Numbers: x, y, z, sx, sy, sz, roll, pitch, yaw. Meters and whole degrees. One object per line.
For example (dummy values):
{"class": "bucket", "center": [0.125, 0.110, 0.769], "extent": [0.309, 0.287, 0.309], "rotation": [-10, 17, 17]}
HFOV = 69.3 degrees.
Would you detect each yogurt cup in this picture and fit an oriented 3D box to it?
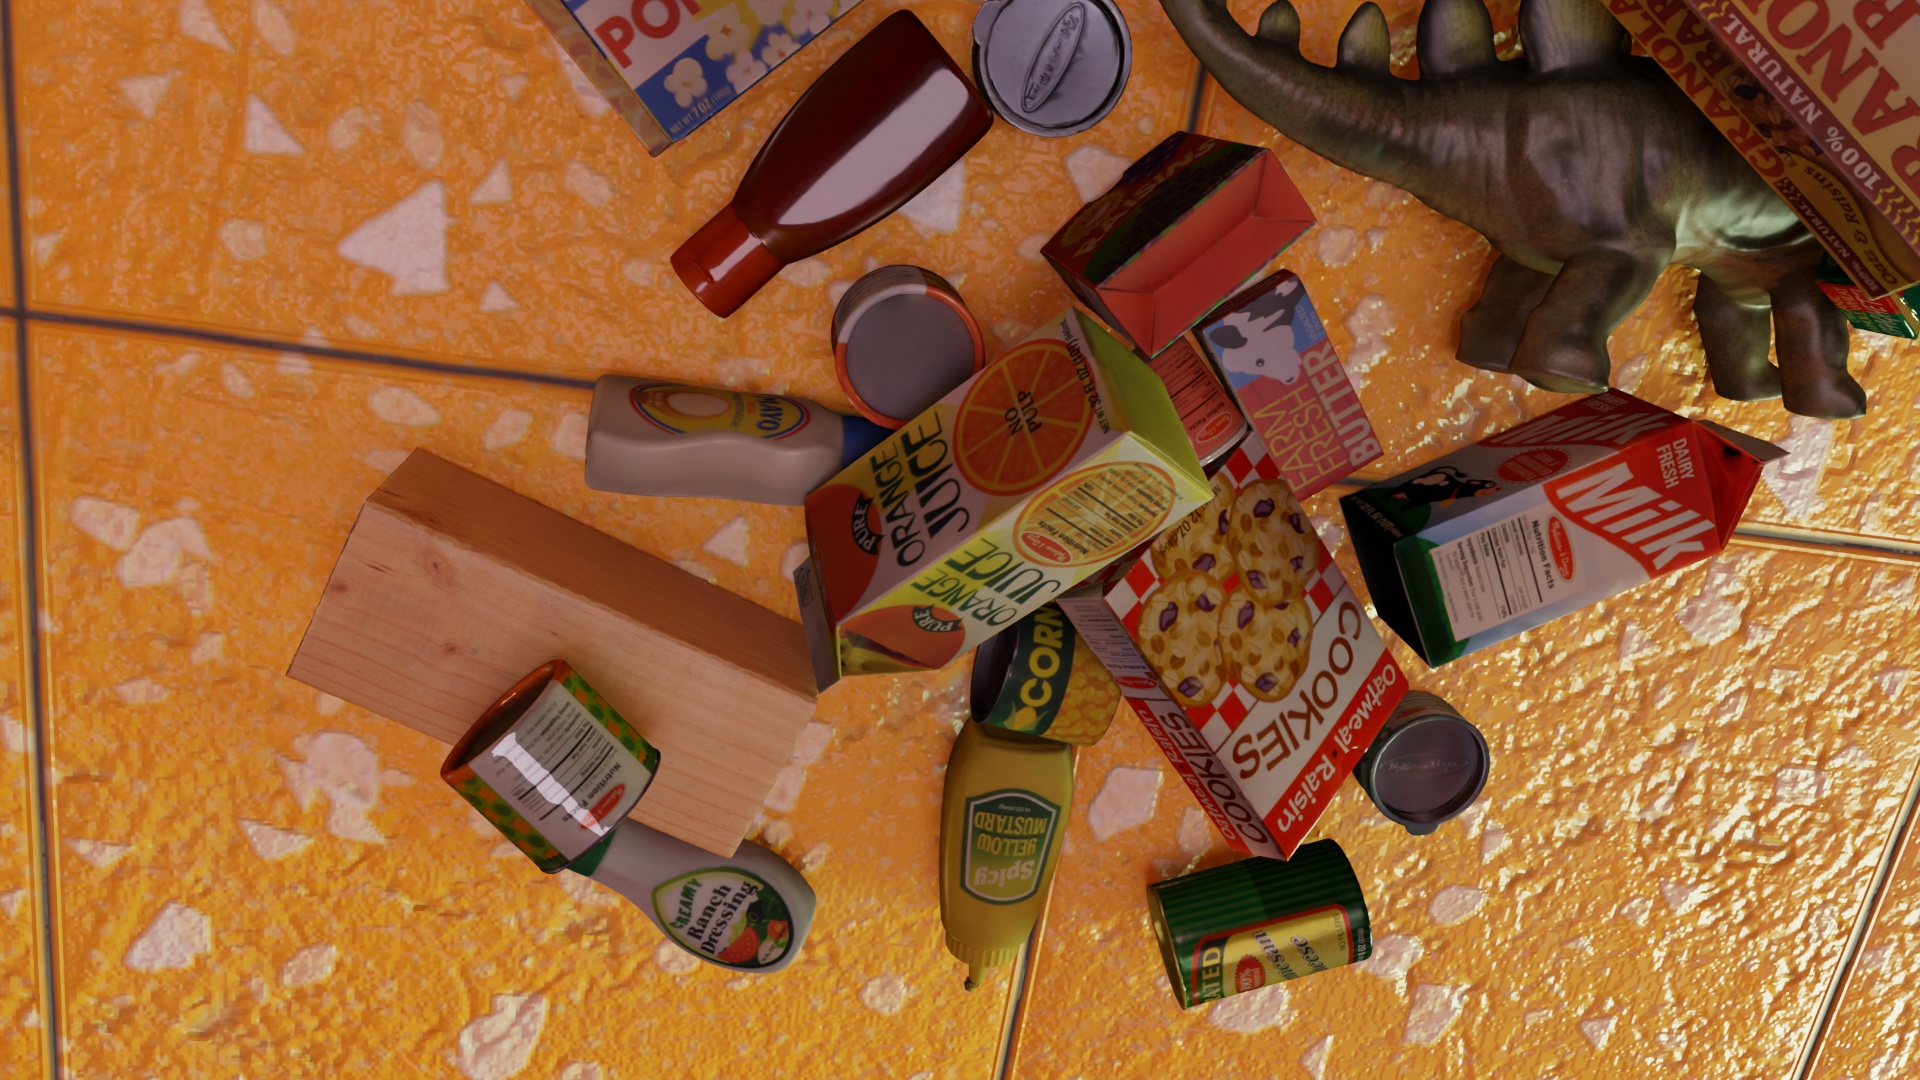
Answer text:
{"class": "yogurt cup", "center": [0.091, -0.060, 0.644], "extent": [0.072, 0.072, 0.054], "rotation": [-30, 101, 4]}

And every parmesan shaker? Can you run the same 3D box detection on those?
{"class": "parmesan shaker", "center": [0.157, 0.200, 0.736], "extent": [0.103, 0.071, 0.071], "rotation": [-14, 110, -2]}

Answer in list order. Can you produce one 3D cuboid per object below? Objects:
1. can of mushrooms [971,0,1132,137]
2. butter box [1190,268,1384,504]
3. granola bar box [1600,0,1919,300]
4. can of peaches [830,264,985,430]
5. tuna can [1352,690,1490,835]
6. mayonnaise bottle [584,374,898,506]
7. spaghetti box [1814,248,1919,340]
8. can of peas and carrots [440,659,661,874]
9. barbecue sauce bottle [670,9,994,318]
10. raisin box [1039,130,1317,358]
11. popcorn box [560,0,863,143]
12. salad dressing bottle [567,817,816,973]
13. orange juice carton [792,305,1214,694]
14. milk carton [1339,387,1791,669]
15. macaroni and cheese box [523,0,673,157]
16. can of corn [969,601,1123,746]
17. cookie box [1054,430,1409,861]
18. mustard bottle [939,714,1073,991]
{"class": "can of mushrooms", "center": [0.037, -0.211, 0.603], "extent": [0.071, 0.033, 0.070], "rotation": [-2, 109, -6]}
{"class": "butter box", "center": [0.158, -0.073, 0.668], "extent": [0.053, 0.024, 0.103], "rotation": [-31, 109, 5]}
{"class": "granola bar box", "center": [0.350, -0.195, 0.536], "extent": [0.124, 0.039, 0.165], "rotation": [-40, 88, -5]}
{"class": "can of peaches", "center": [-0.023, -0.085, 0.624], "extent": [0.071, 0.058, 0.071], "rotation": [-2, 108, -6]}
{"class": "tuna can", "center": [0.242, 0.118, 0.737], "extent": [0.071, 0.033, 0.070], "rotation": [-2, 109, -6]}
{"class": "mayonnaise bottle", "center": [-0.092, -0.043, 0.629], "extent": [0.148, 0.065, 0.041], "rotation": [4, 124, -12]}
{"class": "spaghetti box", "center": [0.421, -0.208, 0.585], "extent": [0.050, 0.029, 0.250], "rotation": [25, 84, -36]}
{"class": "can of peas and carrots", "center": [-0.167, 0.091, 0.566], "extent": [0.071, 0.071, 0.058], "rotation": [-38, 109, 7]}
{"class": "barbecue sauce bottle", "center": [-0.060, -0.158, 0.603], "extent": [0.148, 0.044, 0.065], "rotation": [-39, 93, 8]}
{"class": "raisin box", "center": [0.086, -0.129, 0.588], "extent": [0.086, 0.124, 0.040], "rotation": [-40, 109, 7]}
{"class": "popcorn box", "center": [-0.088, -0.226, 0.536], "extent": [0.126, 0.038, 0.085], "rotation": [-35, 109, 6]}
{"class": "salad dressing bottle", "center": [-0.147, 0.168, 0.701], "extent": [0.147, 0.044, 0.064], "rotation": [29, 102, -15]}
{"class": "orange juice carton", "center": [0.002, -0.008, 0.598], "extent": [0.192, 0.072, 0.073], "rotation": [-34, 142, 22]}
{"class": "milk carton", "center": [0.295, -0.016, 0.679], "extent": [0.190, 0.072, 0.073], "rotation": [-22, 110, 2]}
{"class": "macaroni and cheese box", "center": [-0.101, -0.259, 0.567], "extent": [0.166, 0.040, 0.123], "rotation": [-37, 109, 6]}
{"class": "can of corn", "center": [0.043, 0.062, 0.675], "extent": [0.058, 0.071, 0.071], "rotation": [15, 106, -12]}
{"class": "cookie box", "center": [0.137, 0.051, 0.667], "extent": [0.123, 0.040, 0.167], "rotation": [-45, 111, -27]}
{"class": "mustard bottle", "center": [0.019, 0.168, 0.718], "extent": [0.065, 0.049, 0.159], "rotation": [6, 107, -5]}
